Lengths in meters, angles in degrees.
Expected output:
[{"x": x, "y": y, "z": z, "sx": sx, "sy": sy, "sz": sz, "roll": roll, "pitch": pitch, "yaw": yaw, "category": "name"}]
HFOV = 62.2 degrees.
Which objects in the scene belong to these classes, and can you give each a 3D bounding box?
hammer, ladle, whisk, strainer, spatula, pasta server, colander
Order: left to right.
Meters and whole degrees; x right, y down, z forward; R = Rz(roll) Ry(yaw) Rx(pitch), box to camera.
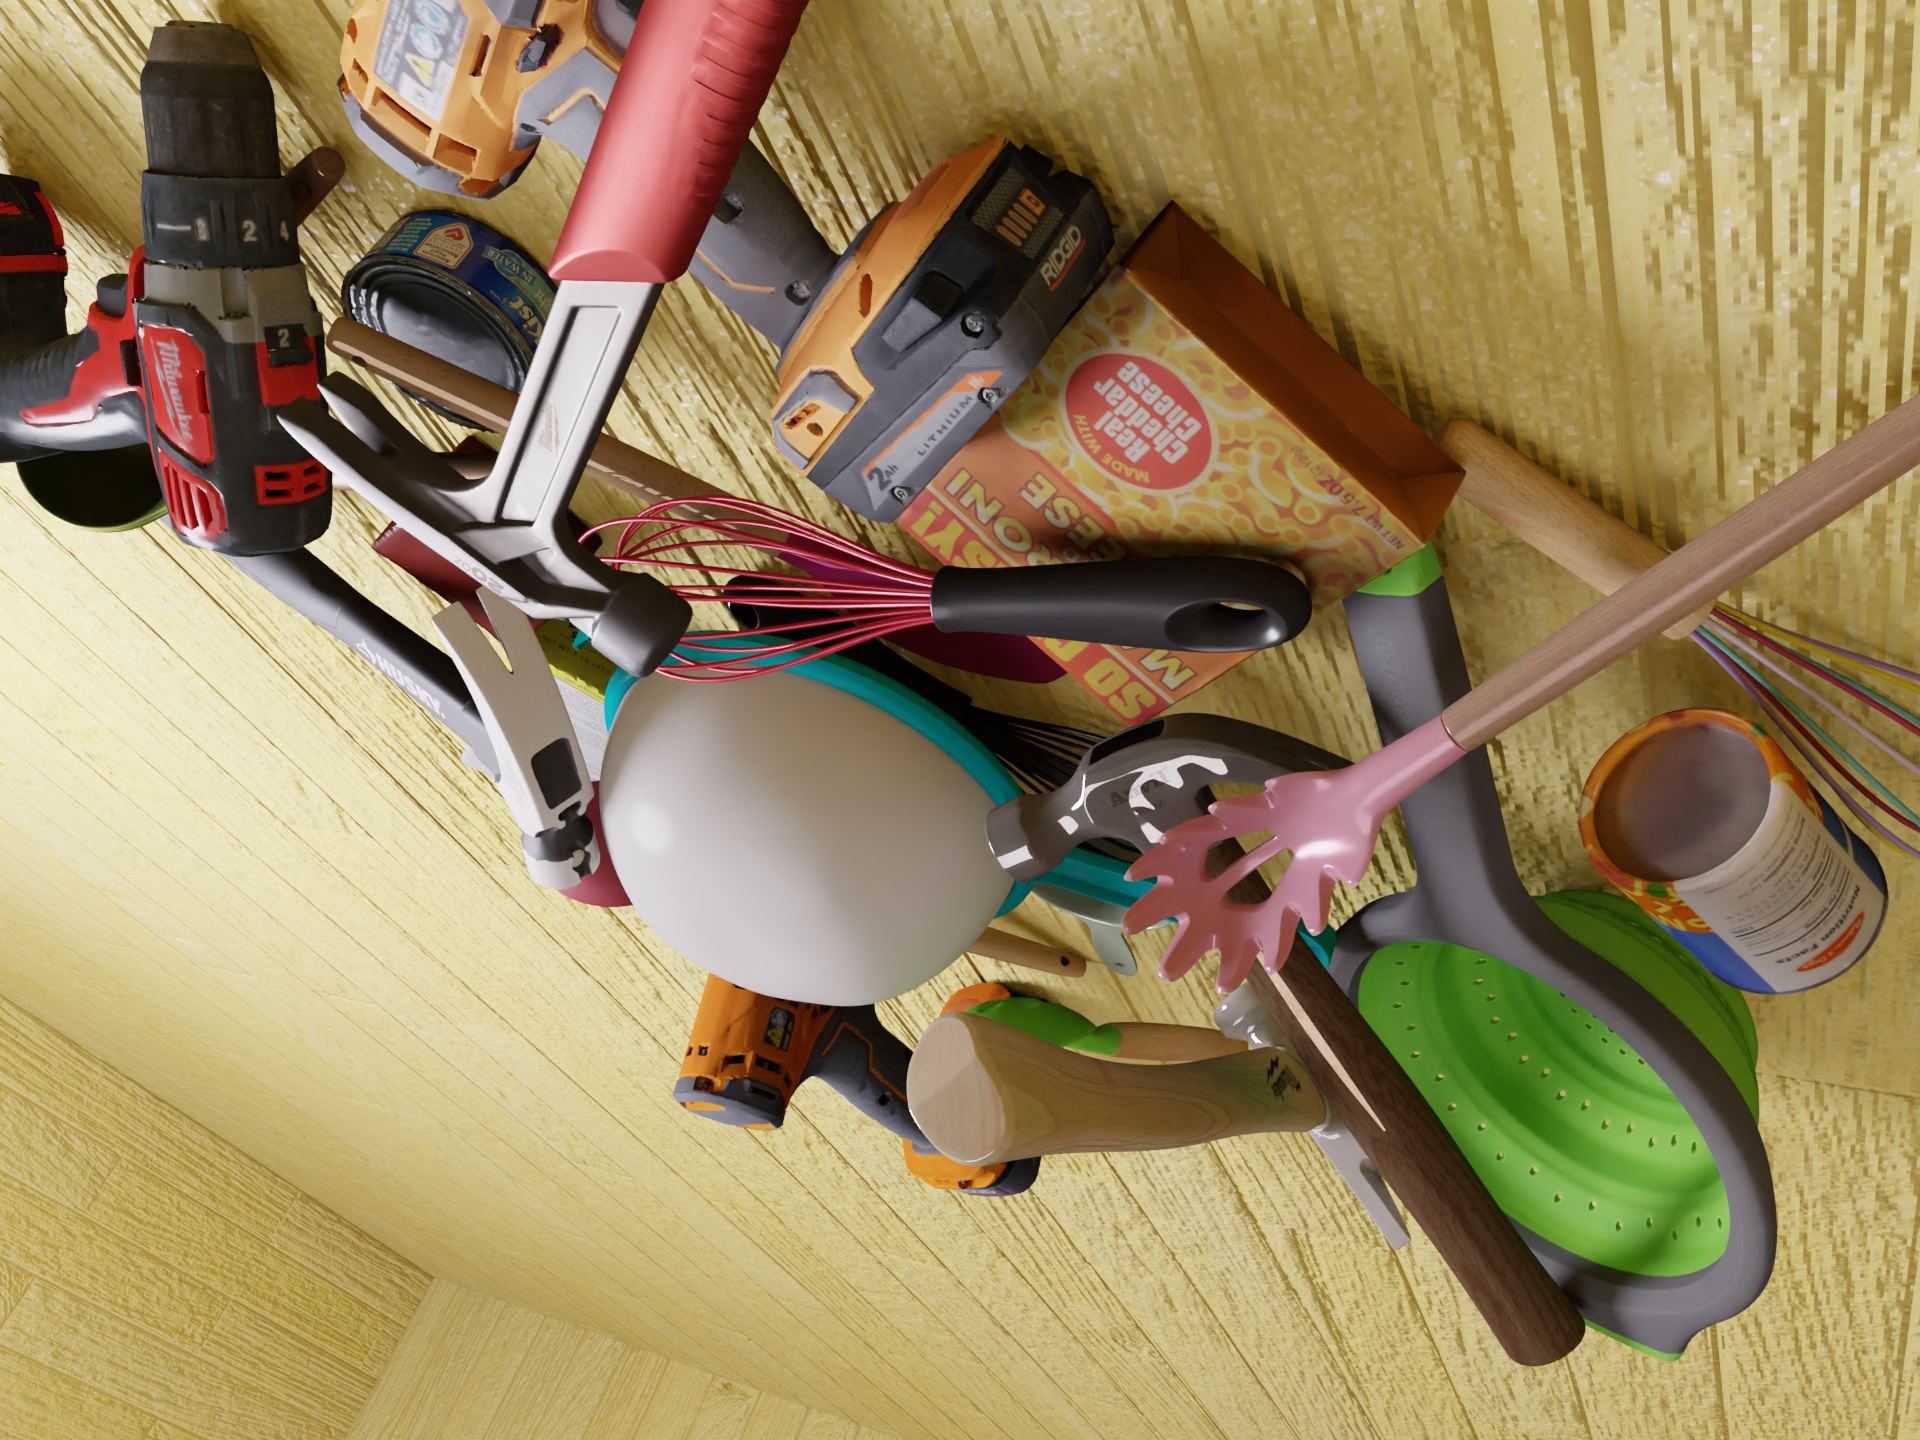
[{"x": -0.336, "y": -0.181, "z": 0.698, "sx": 0.316, "sy": 0.018, "sz": 0.059, "roll": -13, "pitch": 135, "yaw": 47, "category": "spatula"}, {"x": -0.293, "y": -0.112, "z": 0.678, "sx": 0.320, "sy": 0.078, "sz": 0.062, "roll": 7, "pitch": 171, "yaw": 32, "category": "ladle"}, {"x": -0.289, "y": -0.056, "z": 0.736, "sx": 0.335, "sy": 0.035, "sz": 0.146, "roll": 31, "pitch": 142, "yaw": 30, "category": "hammer"}, {"x": -0.087, "y": -0.150, "z": 0.415, "sx": 0.149, "sy": 0.037, "sz": 0.359, "roll": 37, "pitch": 138, "yaw": -4, "category": "hammer"}, {"x": -0.073, "y": 0.096, "z": 0.855, "sx": 0.315, "sy": 0.069, "sz": 0.031, "roll": 18, "pitch": 155, "yaw": -18, "category": "ladle"}, {"x": -0.022, "y": -0.044, "z": 0.561, "sx": 0.296, "sy": 0.073, "sz": 0.073, "roll": 4, "pitch": 143, "yaw": 28, "category": "whisk"}, {"x": -0.018, "y": 0.079, "z": 0.679, "sx": 0.340, "sy": 0.095, "sz": 0.210, "roll": 15, "pitch": 145, "yaw": 16, "category": "strainer"}, {"x": -0.001, "y": -0.002, "z": 0.707, "sx": 0.239, "sy": 0.055, "sz": 0.055, "roll": 29, "pitch": 149, "yaw": 2, "category": "whisk"}, {"x": 0.099, "y": 0.162, "z": 0.643, "sx": 0.146, "sy": 0.038, "sz": 0.410, "roll": 54, "pitch": -165, "yaw": 26, "category": "hammer"}, {"x": 0.155, "y": 0.134, "z": 0.624, "sx": 0.130, "sy": 0.031, "sz": 0.331, "roll": -30, "pitch": 108, "yaw": 25, "category": "hammer"}, {"x": 0.172, "y": -0.008, "z": 0.486, "sx": 0.316, "sy": 0.040, "sz": 0.060, "roll": -40, "pitch": 88, "yaw": 34, "category": "pasta server"}, {"x": 0.227, "y": 0.070, "z": 0.622, "sx": 0.205, "sy": 0.094, "sz": 0.396, "roll": 16, "pitch": 134, "yaw": 52, "category": "colander"}, {"x": 0.249, "y": -0.020, "z": 0.508, "sx": 0.245, "sy": 0.051, "sz": 0.047, "roll": 32, "pitch": 154, "yaw": -6, "category": "whisk"}]

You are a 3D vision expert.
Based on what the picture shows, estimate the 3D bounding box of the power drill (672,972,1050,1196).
[{"x": -0.046, "y": 0.173, "z": 0.919, "sx": 0.226, "sy": 0.164, "sz": 0.084, "roll": 30, "pitch": 151, "yaw": -32, "category": "power drill"}]

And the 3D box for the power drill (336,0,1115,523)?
[{"x": -0.066, "y": -0.179, "z": 0.459, "sx": 0.226, "sy": 0.084, "sz": 0.185, "roll": 37, "pitch": 145, "yaw": -11, "category": "power drill"}]

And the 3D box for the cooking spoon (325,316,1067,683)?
[{"x": -0.094, "y": -0.083, "z": 0.634, "sx": 0.318, "sy": 0.017, "sz": 0.068, "roll": 24, "pitch": 154, "yaw": -17, "category": "cooking spoon"}]

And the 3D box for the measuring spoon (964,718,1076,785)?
[{"x": 0.018, "y": 0.017, "z": 0.745, "sx": 0.124, "sy": 0.018, "sz": 0.034, "roll": 26, "pitch": 149, "yaw": -4, "category": "measuring spoon"}]

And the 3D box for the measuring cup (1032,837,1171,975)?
[{"x": 0.078, "y": 0.088, "z": 0.801, "sx": 0.083, "sy": 0.038, "sz": 0.167, "roll": 12, "pitch": 157, "yaw": 18, "category": "measuring cup"}]

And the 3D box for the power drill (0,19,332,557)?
[{"x": -0.338, "y": -0.172, "z": 0.619, "sx": 0.227, "sy": 0.080, "sz": 0.187, "roll": 14, "pitch": 113, "yaw": 26, "category": "power drill"}]

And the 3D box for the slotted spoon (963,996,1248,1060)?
[{"x": 0.080, "y": 0.156, "z": 0.776, "sx": 0.070, "sy": 0.031, "sz": 0.313, "roll": -13, "pitch": 163, "yaw": 28, "category": "slotted spoon"}]
